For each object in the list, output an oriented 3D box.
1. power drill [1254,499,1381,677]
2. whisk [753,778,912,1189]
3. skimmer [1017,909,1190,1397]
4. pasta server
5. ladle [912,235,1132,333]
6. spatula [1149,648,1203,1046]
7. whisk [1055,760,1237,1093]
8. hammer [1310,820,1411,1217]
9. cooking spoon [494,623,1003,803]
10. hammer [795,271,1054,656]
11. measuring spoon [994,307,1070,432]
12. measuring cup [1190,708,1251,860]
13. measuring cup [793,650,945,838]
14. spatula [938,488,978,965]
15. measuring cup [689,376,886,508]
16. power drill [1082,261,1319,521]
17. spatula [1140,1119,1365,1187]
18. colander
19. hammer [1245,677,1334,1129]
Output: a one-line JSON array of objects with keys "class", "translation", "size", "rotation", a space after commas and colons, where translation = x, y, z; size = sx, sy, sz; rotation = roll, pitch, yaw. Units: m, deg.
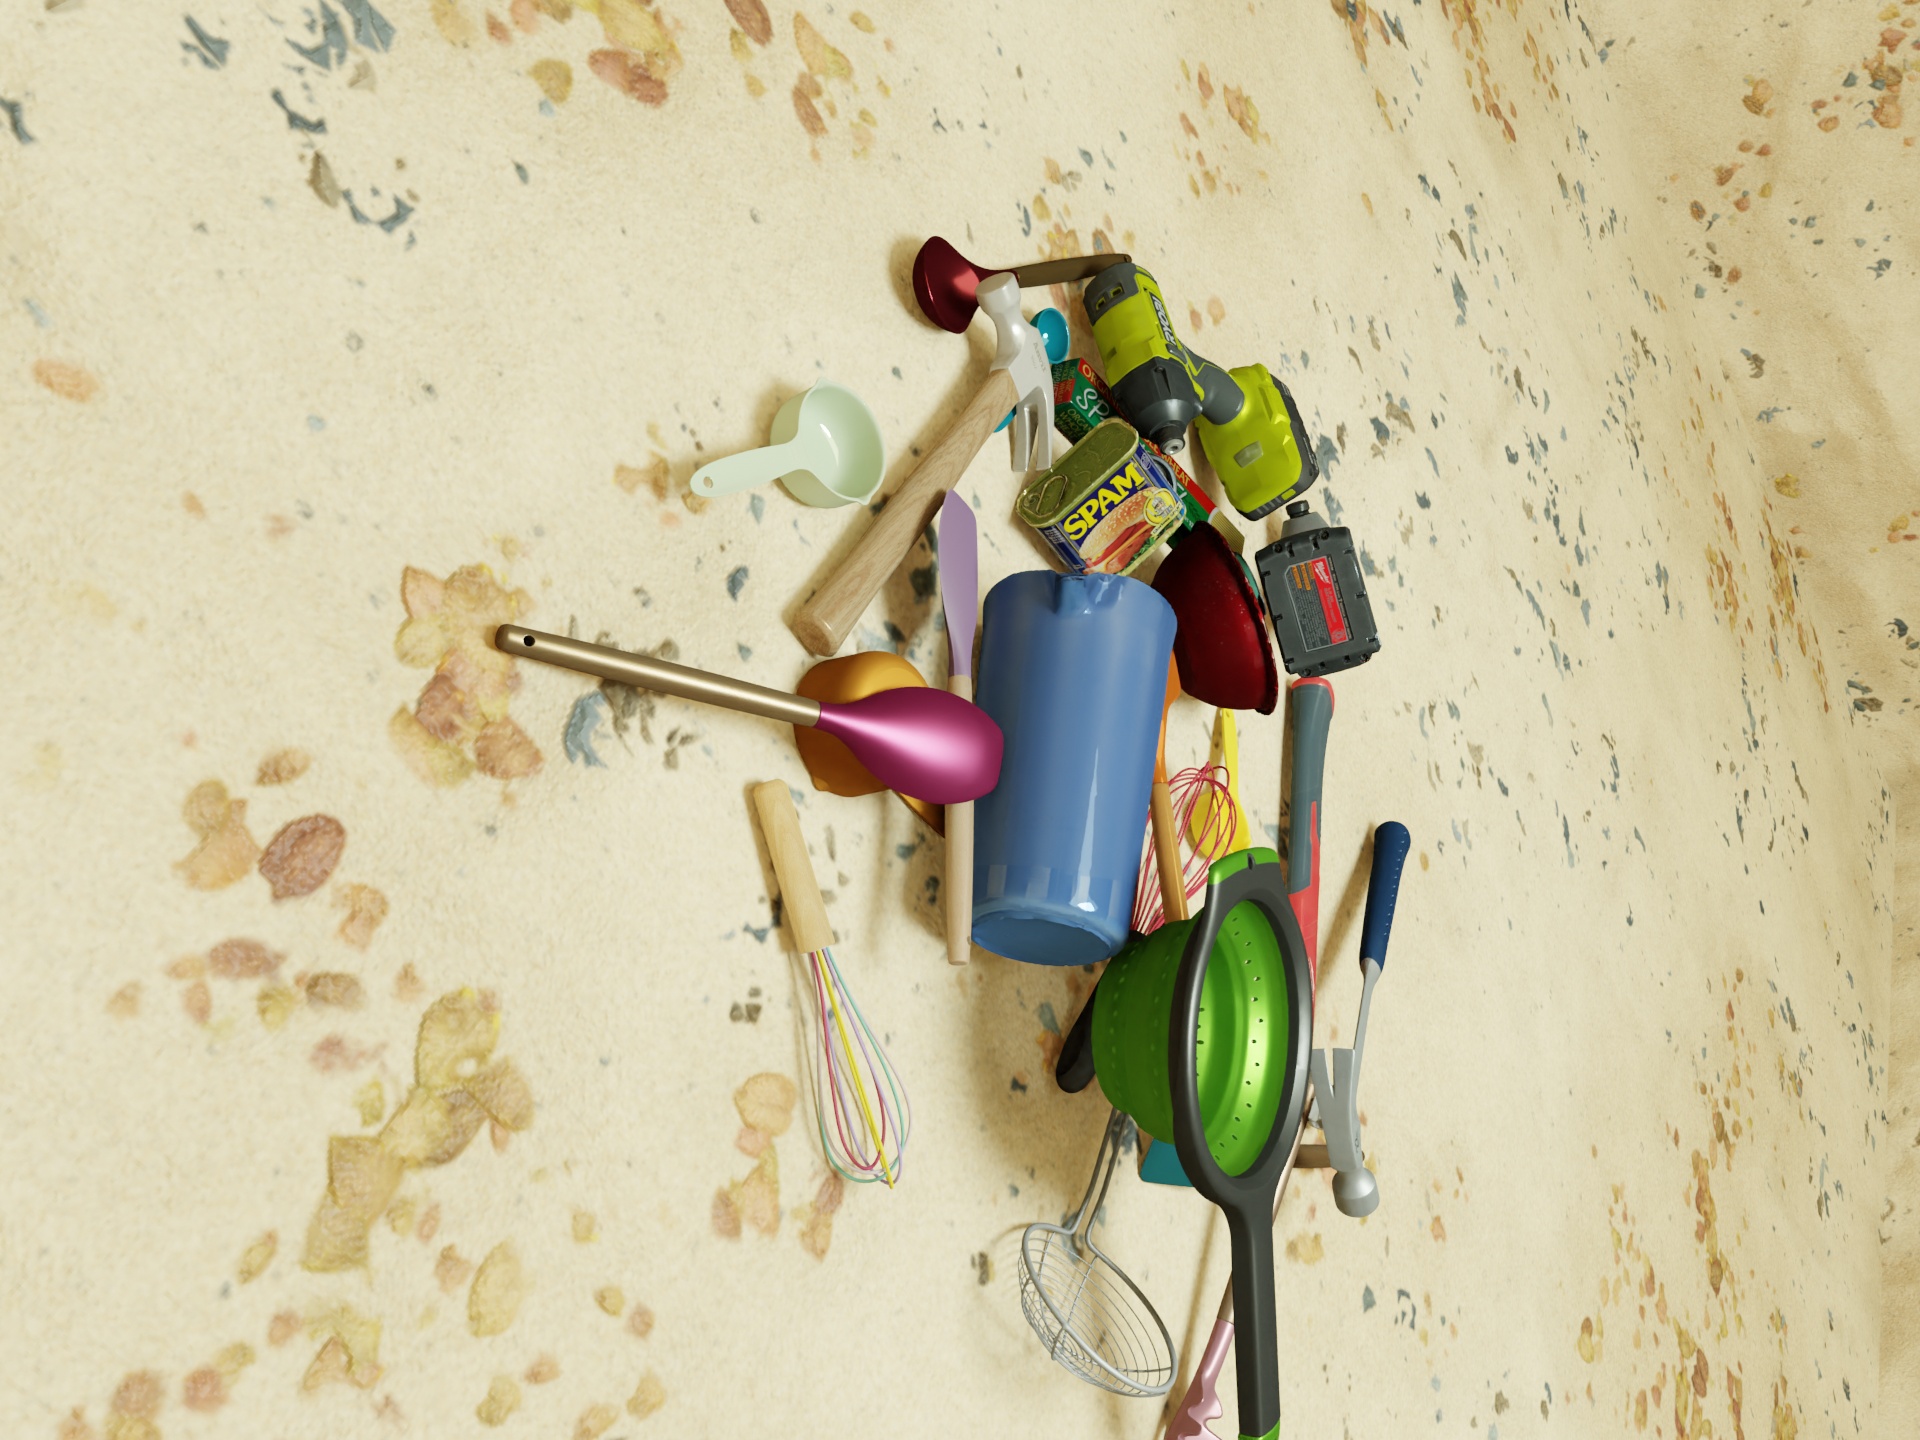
[{"class": "power drill", "translation": [0.306, -0.116, 1.364], "size": [0.219, 0.078, 0.143], "rotation": [-37, 111, -74]}, {"class": "whisk", "translation": [-0.078, 0.153, 0.920], "size": [0.047, 0.051, 0.245], "rotation": [-11, 84, -71]}, {"class": "skimmer", "translation": [0.126, 0.271, 1.078], "size": [0.127, 0.090, 0.363], "rotation": [37, 51, -18]}, {"class": "pasta server", "translation": [0.206, 0.407, 1.137], "size": [0.060, 0.040, 0.316], "rotation": [52, 56, -47]}, {"class": "ladle", "translation": [0.053, -0.341, 1.213], "size": [0.315, 0.031, 0.069], "rotation": [-28, 108, -51]}, {"class": "spatula", "translation": [0.142, 0.073, 1.143], "size": [0.081, 0.041, 0.323], "rotation": [1, 71, -19]}, {"class": "whisk", "translation": [0.135, 0.144, 1.152], "size": [0.073, 0.073, 0.296], "rotation": [51, 51, -28]}, {"class": "hammer", "translation": [0.342, 0.211, 1.329], "size": [0.406, 0.035, 0.144], "rotation": [-59, 139, -53]}, {"class": "cooking spoon", "translation": [-0.104, -0.009, 0.890], "size": [0.318, 0.017, 0.069], "rotation": [15, 78, -32]}, {"class": "hammer", "translation": [-0.017, -0.159, 1.065], "size": [0.331, 0.031, 0.129], "rotation": [-58, 135, -37]}, {"class": "measuring spoon", "translation": [0.044, -0.260, 1.194], "size": [0.042, 0.021, 0.129], "rotation": [54, 54, -35]}, {"class": "measuring cup", "translation": [0.210, 0.047, 1.299], "size": [0.062, 0.029, 0.157], "rotation": [43, 38, -36]}, {"class": "measuring cup", "translation": [-0.029, 0.026, 0.995], "size": [0.173, 0.052, 0.095], "rotation": [45, 49, -31]}, {"class": "spatula", "translation": [-0.002, -0.003, 0.994], "size": [0.059, 0.018, 0.316], "rotation": [39, 46, -56]}, {"class": "measuring cup", "translation": [-0.112, -0.155, 0.962], "size": [0.167, 0.038, 0.083], "rotation": [-28, 102, -47]}, {"class": "power drill", "translation": [0.195, -0.254, 1.289], "size": [0.223, 0.080, 0.171], "rotation": [22, 46, -46]}, {"class": "spatula", "translation": [0.246, 0.334, 1.244], "size": [0.317, 0.044, 0.082], "rotation": [22, 93, -52]}, {"class": "colander", "translation": [0.150, 0.280, 1.014], "size": [0.204, 0.094, 0.397], "rotation": [-4, 92, -58]}, {"class": "hammer", "translation": [0.280, 0.136, 1.338], "size": [0.143, 0.038, 0.387], "rotation": [28, 59, -40]}]
